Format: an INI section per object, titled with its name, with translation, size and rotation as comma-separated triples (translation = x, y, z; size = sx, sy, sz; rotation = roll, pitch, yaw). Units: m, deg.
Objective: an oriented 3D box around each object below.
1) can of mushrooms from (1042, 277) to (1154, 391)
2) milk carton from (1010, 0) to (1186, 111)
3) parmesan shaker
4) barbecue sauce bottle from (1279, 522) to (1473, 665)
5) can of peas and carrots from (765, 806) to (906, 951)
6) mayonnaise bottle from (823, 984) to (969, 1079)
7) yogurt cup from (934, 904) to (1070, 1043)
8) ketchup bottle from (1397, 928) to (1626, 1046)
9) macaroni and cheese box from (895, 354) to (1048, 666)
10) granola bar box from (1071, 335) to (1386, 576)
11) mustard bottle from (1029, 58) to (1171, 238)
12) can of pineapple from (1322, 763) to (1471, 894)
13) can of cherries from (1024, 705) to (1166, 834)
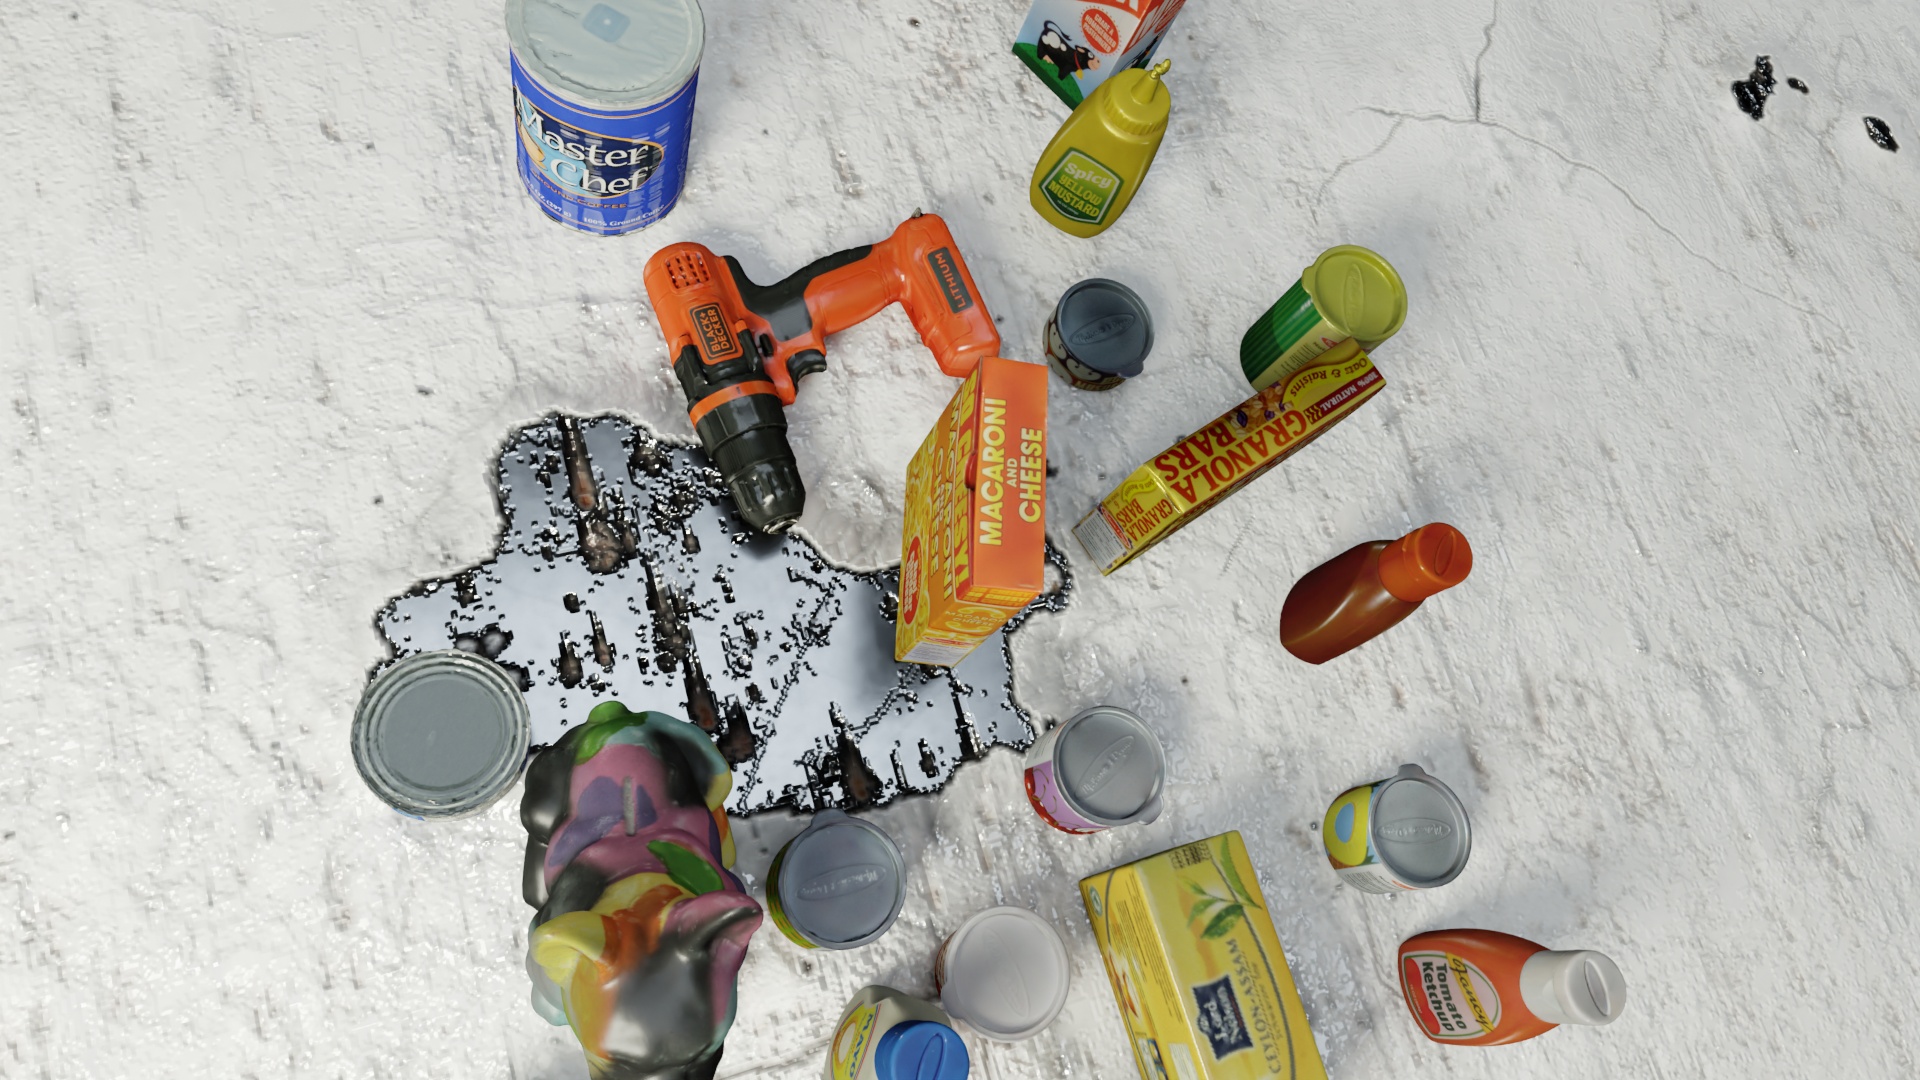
[can of mushrooms]
translation = 0.089, -0.129, 0.888
size = 0.071, 0.033, 0.071
rotation = 5, 71, -14
[milk carton]
translation = 0.105, -0.363, 0.886
size = 0.073, 0.190, 0.072
rotation = 45, 67, 2
[parmesan shaker]
translation = 0.228, -0.137, 0.892
size = 0.071, 0.102, 0.071
rotation = 5, 71, -14
[barbecue sauce bottle]
translation = 0.242, 0.028, 0.816
size = 0.043, 0.148, 0.065
rotation = 29, 67, -5
[can of peas and carrots]
translation = -0.067, 0.179, 0.729
size = 0.071, 0.058, 0.071
rotation = 5, 71, -14
[mayonnaise bottle]
translation = -0.032, 0.248, 0.667
size = 0.041, 0.147, 0.065
rotation = 22, 68, -7
[yogurt cup]
translation = 0.019, 0.230, 0.738
size = 0.072, 0.053, 0.072
rotation = 5, 71, -14
[ketchup bottle]
translation = 0.299, 0.244, 0.759
size = 0.043, 0.148, 0.065
rotation = -12, 76, -19
[macaroni and cheese box]
translation = 0.003, -0.009, 0.752
size = 0.040, 0.166, 0.124
rotation = 7, 71, -13
[granola bar box]
translation = 0.159, -0.048, 0.831
size = 0.166, 0.123, 0.039
rotation = -31, 83, -22
[mustard bottle]
translation = 0.092, -0.247, 0.860
size = 0.065, 0.159, 0.049
rotation = 30, 67, -4
[can of pineapple]
translation = 0.257, 0.172, 0.821
size = 0.071, 0.057, 0.071
rotation = 5, 71, -14
[can of cherries]
translation = 0.076, 0.133, 0.784
size = 0.071, 0.058, 0.071
rotation = 5, 71, -14
